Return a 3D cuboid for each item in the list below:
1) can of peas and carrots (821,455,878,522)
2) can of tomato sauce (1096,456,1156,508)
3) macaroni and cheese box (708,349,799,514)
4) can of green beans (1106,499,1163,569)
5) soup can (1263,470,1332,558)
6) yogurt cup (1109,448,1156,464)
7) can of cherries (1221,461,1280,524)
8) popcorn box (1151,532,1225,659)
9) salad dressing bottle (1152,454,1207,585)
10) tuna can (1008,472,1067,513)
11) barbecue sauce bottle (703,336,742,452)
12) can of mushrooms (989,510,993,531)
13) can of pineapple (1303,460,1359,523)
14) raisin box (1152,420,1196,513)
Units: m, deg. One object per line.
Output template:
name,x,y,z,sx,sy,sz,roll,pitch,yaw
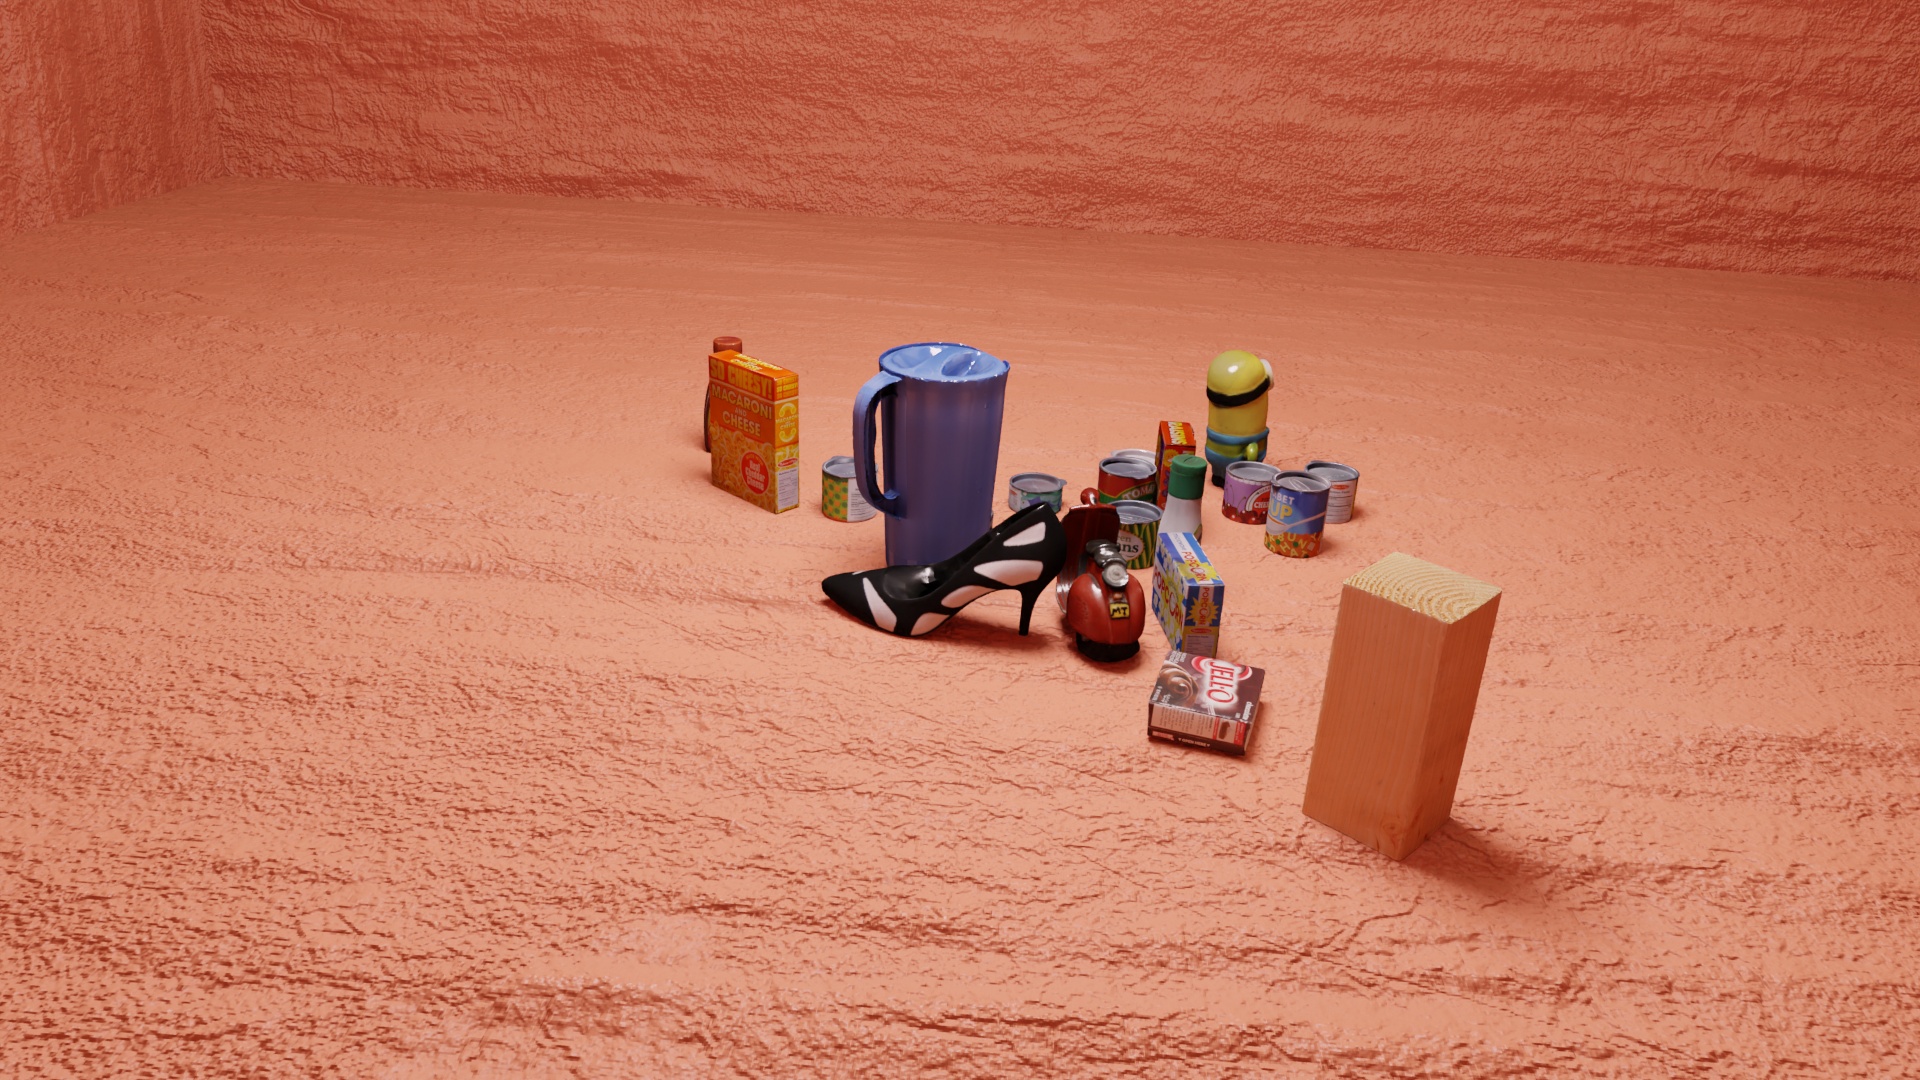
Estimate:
can of peas and carrots,-0.131,-0.061,1.626,0.071,0.058,0.071,3,23,-1
can of tomato sauce,0.191,-0.047,1.604,0.071,0.082,0.071,3,23,-1
macaroni and cheese box,-0.243,-0.129,1.635,0.124,0.165,0.040,22,30,38
can of green beans,0.189,-0.007,1.544,0.071,0.057,0.071,3,23,-1
soup can,0.382,-0.030,1.589,0.071,0.083,0.071,3,23,-1
yogurt cup,0.218,-0.077,1.712,0.072,0.053,0.073,3,23,-1
can of cherries,0.353,-0.057,1.677,0.071,0.058,0.072,3,23,-1
popcorn box,0.223,0.054,1.375,0.038,0.084,0.127,0,24,-7
salad dressing bottle,0.232,-0.016,1.458,0.044,0.147,0.064,16,26,28
tuna can,0.093,-0.056,1.675,0.071,0.032,0.071,3,24,-1
barbecue sauce bottle,-0.297,-0.185,1.779,0.065,0.147,0.044,3,23,-1
can of mushrooms,0.006,-0.020,1.581,0.071,0.033,0.071,3,24,-1
can of pineapple,0.449,-0.060,1.696,0.071,0.057,0.071,3,23,-1
raisin box,0.245,-0.067,1.607,0.040,0.122,0.086,4,23,3
